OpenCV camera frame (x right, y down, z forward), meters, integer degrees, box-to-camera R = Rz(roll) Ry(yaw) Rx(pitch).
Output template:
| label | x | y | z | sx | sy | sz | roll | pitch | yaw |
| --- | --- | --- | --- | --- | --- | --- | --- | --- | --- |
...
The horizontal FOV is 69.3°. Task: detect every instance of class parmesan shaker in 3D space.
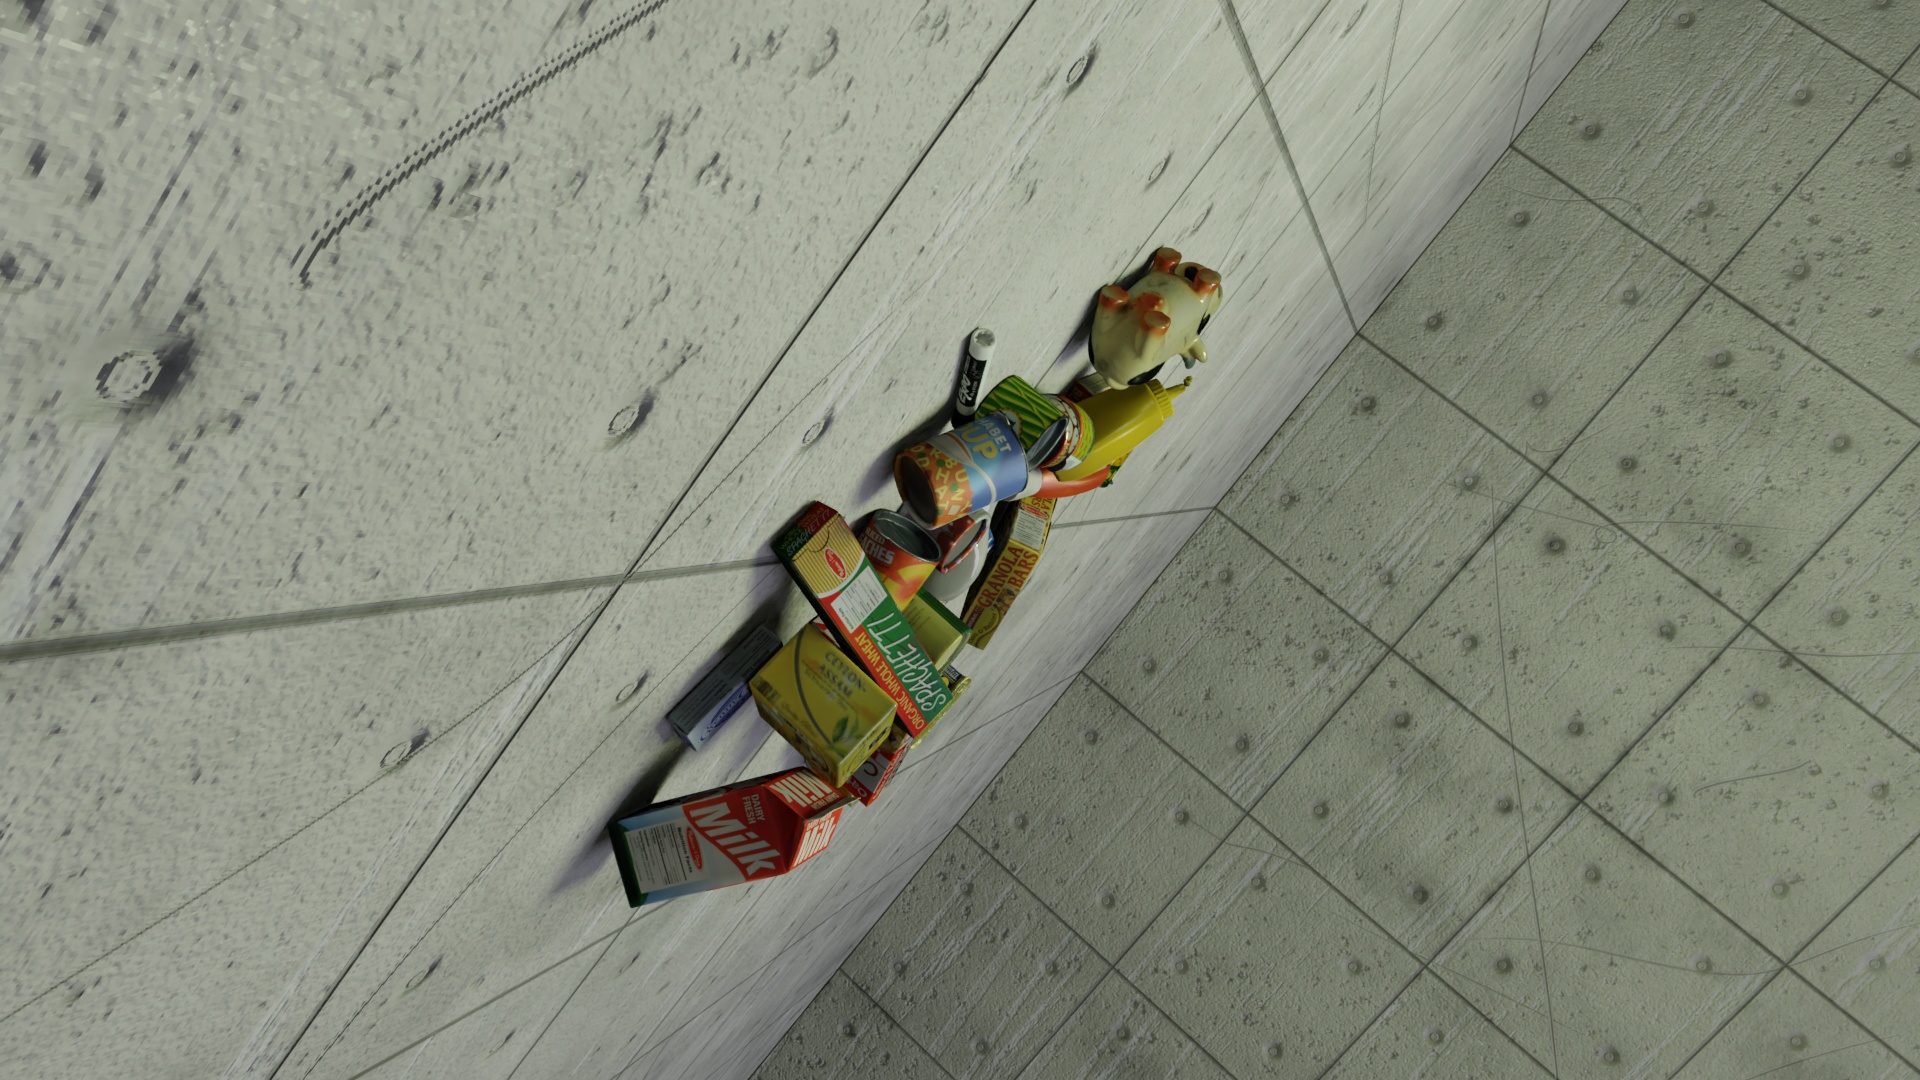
| label | x | y | z | sx | sy | sz | roll | pitch | yaw |
| --- | --- | --- | --- | --- | --- | --- | --- | --- | --- |
| parmesan shaker | -0.050 | 0.073 | 1.220 | 0.071 | 0.103 | 0.071 | -46 | 167 | -14 |

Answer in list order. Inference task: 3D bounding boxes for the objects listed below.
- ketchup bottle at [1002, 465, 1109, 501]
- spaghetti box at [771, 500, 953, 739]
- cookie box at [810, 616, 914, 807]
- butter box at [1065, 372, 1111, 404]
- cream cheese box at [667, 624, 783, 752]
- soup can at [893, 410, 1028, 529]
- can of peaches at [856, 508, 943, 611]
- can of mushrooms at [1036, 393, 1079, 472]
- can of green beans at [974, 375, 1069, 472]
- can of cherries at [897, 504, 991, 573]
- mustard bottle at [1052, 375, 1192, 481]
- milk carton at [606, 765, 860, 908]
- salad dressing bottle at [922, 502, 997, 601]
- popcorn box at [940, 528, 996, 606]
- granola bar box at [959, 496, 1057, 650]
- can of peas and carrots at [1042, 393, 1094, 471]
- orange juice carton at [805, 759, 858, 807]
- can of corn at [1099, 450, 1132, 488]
| label | x | y | z | sx | sy | sz | roll | pitch | yaw |
| --- | --- | --- | --- | --- | --- | --- | --- | --- | --- |
| ketchup bottle | 0.087 | -0.069 | 1.382 | 0.149 | 0.065 | 0.043 | -19 | 153 | -51 |
| spaghetti box | -0.069 | 0.068 | 1.060 | 0.050 | 0.029 | 0.249 | -46 | 139 | -16 |
| cookie box | -0.096 | 0.149 | 1.239 | 0.040 | 0.123 | 0.166 | -39 | 164 | -41 |
| butter box | 0.131 | -0.142 | 1.398 | 0.053 | 0.024 | 0.104 | -57 | 166 | 29 |
| cream cheese box | -0.180 | 0.114 | 1.081 | 0.104 | 0.024 | 0.053 | -46 | 166 | -17 |
| soup can | 0.000 | -0.055 | 1.067 | 0.084 | 0.071 | 0.071 | -24 | 157 | -25 |
| can of peaches | -0.059 | 0.017 | 1.120 | 0.058 | 0.071 | 0.071 | -54 | 167 | 20 |
| can of mushrooms | 0.070 | -0.094 | 1.221 | 0.071 | 0.071 | 0.033 | -54 | 165 | 17 |
| can of green beans | 0.049 | -0.097 | 1.171 | 0.071 | 0.058 | 0.071 | -46 | 167 | -14 |
| can of cherries | -0.018 | -0.012 | 1.188 | 0.071 | 0.058 | 0.071 | -47 | 167 | -14 |
| mustard bottle | 0.152 | -0.114 | 1.325 | 0.160 | 0.065 | 0.048 | -26 | 151 | 2 |
| milk carton | -0.177 | 0.232 | 1.110 | 0.190 | 0.073 | 0.072 | -17 | 177 | 21 |
| salad dressing bottle | 0.004 | -0.016 | 1.259 | 0.147 | 0.064 | 0.044 | -63 | 173 | 23 |
| popcorn box | -0.022 | 0.034 | 1.354 | 0.127 | 0.038 | 0.085 | -48 | 167 | -6 |
| granola bar box | 0.050 | 0.018 | 1.449 | 0.125 | 0.039 | 0.164 | -72 | -173 | -46 |
| can of peas and carrots | 0.085 | -0.101 | 1.271 | 0.071 | 0.071 | 0.059 | -51 | 167 | 8 |
| orange juice carton | -0.114 | 0.210 | 1.473 | 0.072 | 0.073 | 0.191 | -44 | 166 | -23 |
| can of corn | 0.147 | -0.098 | 1.476 | 0.058 | 0.071 | 0.071 | -57 | 165 | 26 |
